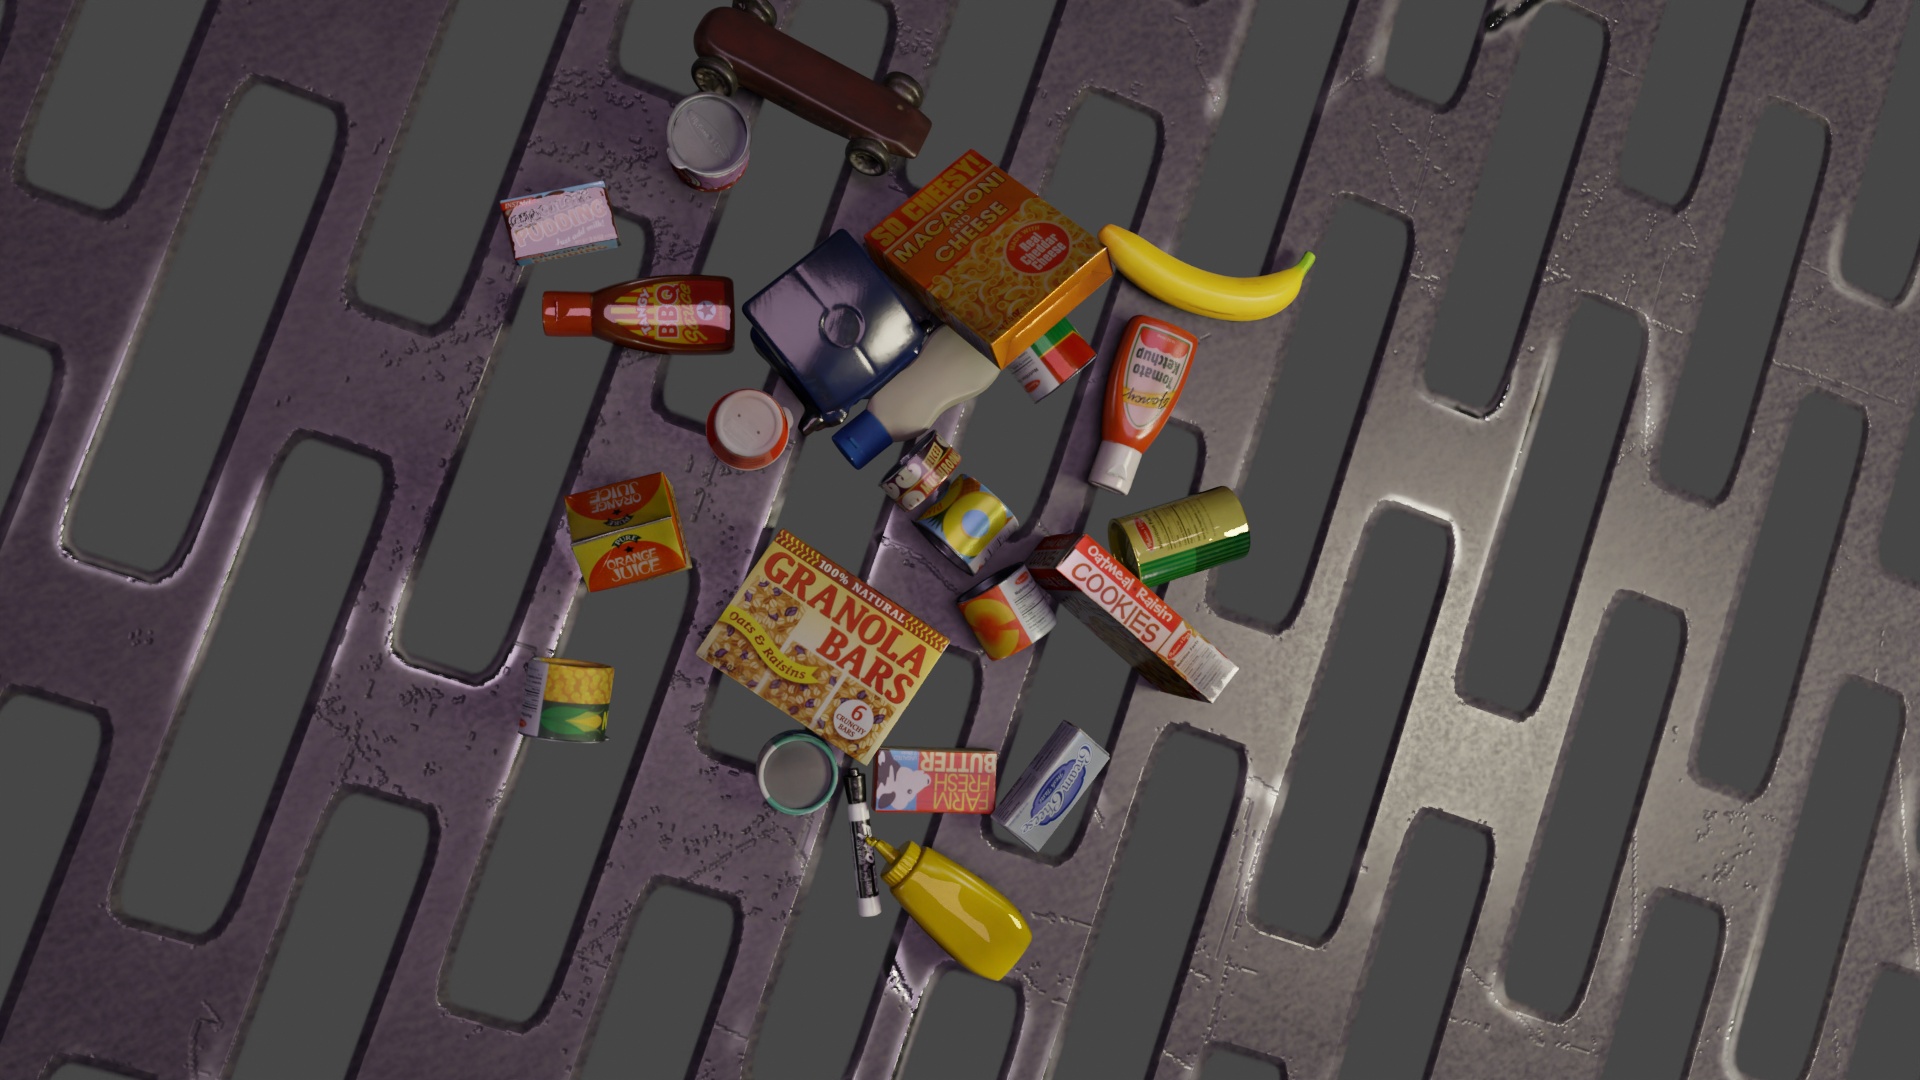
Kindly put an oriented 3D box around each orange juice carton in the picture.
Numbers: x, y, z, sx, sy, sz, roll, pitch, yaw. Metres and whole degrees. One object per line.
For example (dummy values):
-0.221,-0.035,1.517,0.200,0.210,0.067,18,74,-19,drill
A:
-0.245,-0.005,1.032,0.072,0.192,0.073,-15,91,-9,orange juice carton

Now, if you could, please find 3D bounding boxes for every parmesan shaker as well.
0.186,0.001,1.175,0.103,0.071,0.071,-16,92,-11,parmesan shaker

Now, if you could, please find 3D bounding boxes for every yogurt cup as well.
-0.171,-0.092,1.118,0.072,0.054,0.072,0,89,-10,yogurt cup

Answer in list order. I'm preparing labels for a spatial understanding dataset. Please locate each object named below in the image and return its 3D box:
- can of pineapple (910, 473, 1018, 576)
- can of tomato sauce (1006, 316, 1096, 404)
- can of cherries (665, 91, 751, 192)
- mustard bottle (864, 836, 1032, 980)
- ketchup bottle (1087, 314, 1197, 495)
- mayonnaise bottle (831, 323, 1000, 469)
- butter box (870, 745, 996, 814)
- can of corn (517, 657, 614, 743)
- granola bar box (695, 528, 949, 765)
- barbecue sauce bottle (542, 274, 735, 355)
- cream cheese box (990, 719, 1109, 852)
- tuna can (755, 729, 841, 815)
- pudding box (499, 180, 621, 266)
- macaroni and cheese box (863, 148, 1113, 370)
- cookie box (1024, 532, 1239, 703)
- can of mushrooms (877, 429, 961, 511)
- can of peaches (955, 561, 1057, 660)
0.004,-0.014,1.143,0.071,0.071,0.058,43,82,-7,can of pineapple
0.063,-0.167,1.158,0.071,0.071,0.083,-40,95,-9,can of tomato sauce
-0.204,-0.318,1.115,0.071,0.058,0.071,0,90,-11,can of cherries
-0.016,0.291,1.141,0.160,0.049,0.065,42,82,-6,mustard bottle
0.150,-0.113,1.184,0.065,0.043,0.149,21,86,-10,ketchup bottle
-0.039,-0.118,1.151,0.148,0.041,0.065,-40,89,-8,mayonnaise bottle
-0.021,0.199,1.154,0.103,0.024,0.053,3,88,-10,butter box
-0.304,0.124,1.083,0.071,0.071,0.058,8,87,-10,can of corn
-0.112,0.086,1.133,0.165,0.039,0.124,35,84,-8,granola bar box
-0.256,-0.180,1.110,0.149,0.043,0.065,-1,90,-10,barbecue sauce bottle
0.076,0.205,1.161,0.104,0.024,0.053,-51,131,-8,cream cheese box
-0.131,0.189,1.130,0.071,0.033,0.071,0,89,-10,tuna can
-0.318,-0.253,1.107,0.084,0.030,0.049,-14,90,-11,pudding box
0.021,-0.229,1.120,0.124,0.040,0.167,-41,60,-9,macaroni and cheese box
0.135,0.061,1.136,0.167,0.123,0.040,41,82,-7,cookie box
-0.032,-0.057,1.135,0.071,0.071,0.033,-45,99,-8,can of mushrooms
0.037,0.059,1.149,0.071,0.071,0.058,-32,95,-9,can of peaches
